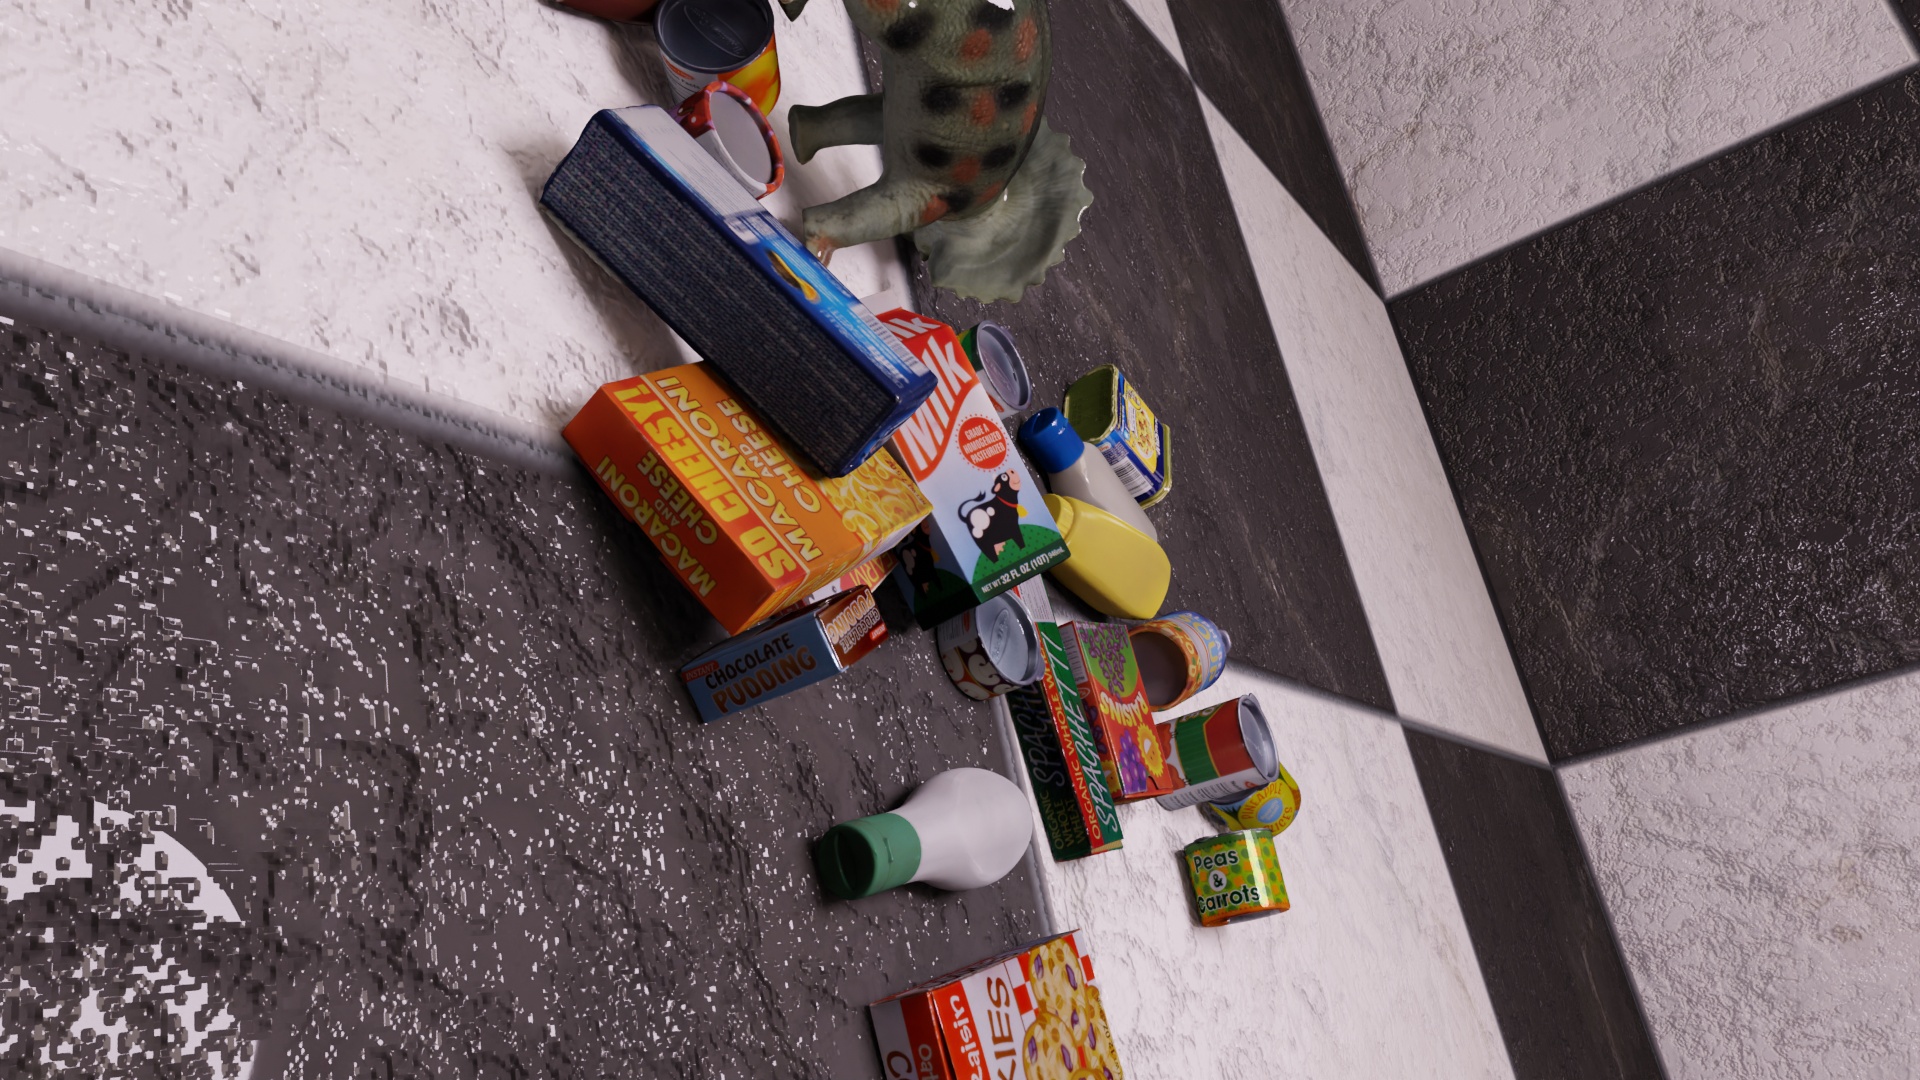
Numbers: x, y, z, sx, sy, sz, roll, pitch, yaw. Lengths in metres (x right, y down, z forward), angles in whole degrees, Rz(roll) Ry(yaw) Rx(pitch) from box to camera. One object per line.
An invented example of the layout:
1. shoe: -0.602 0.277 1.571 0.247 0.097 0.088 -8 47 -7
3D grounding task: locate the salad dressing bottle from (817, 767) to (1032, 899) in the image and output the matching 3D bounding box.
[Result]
1. salad dressing bottle: -0.016 0.154 0.718 0.148 0.044 0.064 5 67 -59

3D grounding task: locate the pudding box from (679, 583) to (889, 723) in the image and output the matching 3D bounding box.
1. pudding box: -0.081 0.051 0.634 0.030 0.083 0.050 65 26 -4

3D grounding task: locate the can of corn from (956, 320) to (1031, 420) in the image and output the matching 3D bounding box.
1. can of corn: 0.007 -0.109 0.947 0.071 0.058 0.071 41 36 -40

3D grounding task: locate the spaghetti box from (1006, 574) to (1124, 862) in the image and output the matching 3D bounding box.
1. spaghetti box: 0.049 0.083 0.904 0.050 0.028 0.250 8 62 -59

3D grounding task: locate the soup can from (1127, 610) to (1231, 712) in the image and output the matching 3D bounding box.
1. soup can: 0.160 0.090 1.053 0.084 0.071 0.071 -10 78 -62

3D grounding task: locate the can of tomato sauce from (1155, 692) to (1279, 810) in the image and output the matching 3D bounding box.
1. can of tomato sauce: 0.184 0.156 1.032 0.071 0.083 0.071 42 36 -40

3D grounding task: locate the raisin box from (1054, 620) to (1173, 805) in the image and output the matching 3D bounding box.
1. raisin box: 0.099 0.120 0.955 0.086 0.040 0.123 12 59 -59

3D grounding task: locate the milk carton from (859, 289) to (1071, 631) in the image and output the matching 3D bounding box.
1. milk carton: -0.023 -0.052 0.797 0.072 0.073 0.190 -25 86 -33

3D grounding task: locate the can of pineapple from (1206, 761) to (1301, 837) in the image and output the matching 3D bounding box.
1. can of pineapple: 0.229 0.197 1.097 0.057 0.071 0.071 49 32 -32

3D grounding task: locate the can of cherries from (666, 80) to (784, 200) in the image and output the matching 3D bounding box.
1. can of cherries: -0.139 -0.211 0.763 0.071 0.058 0.072 41 37 -41

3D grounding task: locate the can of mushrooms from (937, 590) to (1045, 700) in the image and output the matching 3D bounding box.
1. can of mushrooms: 0.019 0.064 0.855 0.071 0.033 0.071 36 42 -39

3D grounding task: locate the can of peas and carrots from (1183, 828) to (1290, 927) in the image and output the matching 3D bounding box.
1. can of peas and carrots: 0.200 0.245 1.010 0.071 0.071 0.059 23 51 -54

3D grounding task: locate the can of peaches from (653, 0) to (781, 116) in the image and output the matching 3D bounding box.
1. can of peaches: -0.135 -0.277 0.790 0.058 0.071 0.071 99 -22 -71

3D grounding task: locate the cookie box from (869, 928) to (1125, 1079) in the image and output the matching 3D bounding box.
1. cookie box: 0.029 0.275 0.705 0.167 0.040 0.123 8 62 -59

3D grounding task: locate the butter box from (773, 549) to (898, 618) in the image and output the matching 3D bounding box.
1. butter box: -0.072 0.014 0.746 0.053 0.024 0.104 61 28 -12

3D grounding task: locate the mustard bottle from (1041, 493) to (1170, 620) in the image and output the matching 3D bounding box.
1. mustard bottle: 0.090 0.004 1.010 0.160 0.049 0.065 34 70 -37

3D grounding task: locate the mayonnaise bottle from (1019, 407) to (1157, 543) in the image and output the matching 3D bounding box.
1. mayonnaise bottle: 0.100 -0.038 1.081 0.147 0.041 0.065 51 35 -26

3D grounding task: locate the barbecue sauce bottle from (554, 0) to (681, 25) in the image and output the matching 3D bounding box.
1. barbecue sauce bottle: -0.181 -0.322 0.790 0.149 0.043 0.065 -16 83 -63

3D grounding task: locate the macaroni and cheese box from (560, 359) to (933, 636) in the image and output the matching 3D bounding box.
1. macaroni and cheese box: -0.097 -0.032 0.683 0.124 0.040 0.167 49 27 5
